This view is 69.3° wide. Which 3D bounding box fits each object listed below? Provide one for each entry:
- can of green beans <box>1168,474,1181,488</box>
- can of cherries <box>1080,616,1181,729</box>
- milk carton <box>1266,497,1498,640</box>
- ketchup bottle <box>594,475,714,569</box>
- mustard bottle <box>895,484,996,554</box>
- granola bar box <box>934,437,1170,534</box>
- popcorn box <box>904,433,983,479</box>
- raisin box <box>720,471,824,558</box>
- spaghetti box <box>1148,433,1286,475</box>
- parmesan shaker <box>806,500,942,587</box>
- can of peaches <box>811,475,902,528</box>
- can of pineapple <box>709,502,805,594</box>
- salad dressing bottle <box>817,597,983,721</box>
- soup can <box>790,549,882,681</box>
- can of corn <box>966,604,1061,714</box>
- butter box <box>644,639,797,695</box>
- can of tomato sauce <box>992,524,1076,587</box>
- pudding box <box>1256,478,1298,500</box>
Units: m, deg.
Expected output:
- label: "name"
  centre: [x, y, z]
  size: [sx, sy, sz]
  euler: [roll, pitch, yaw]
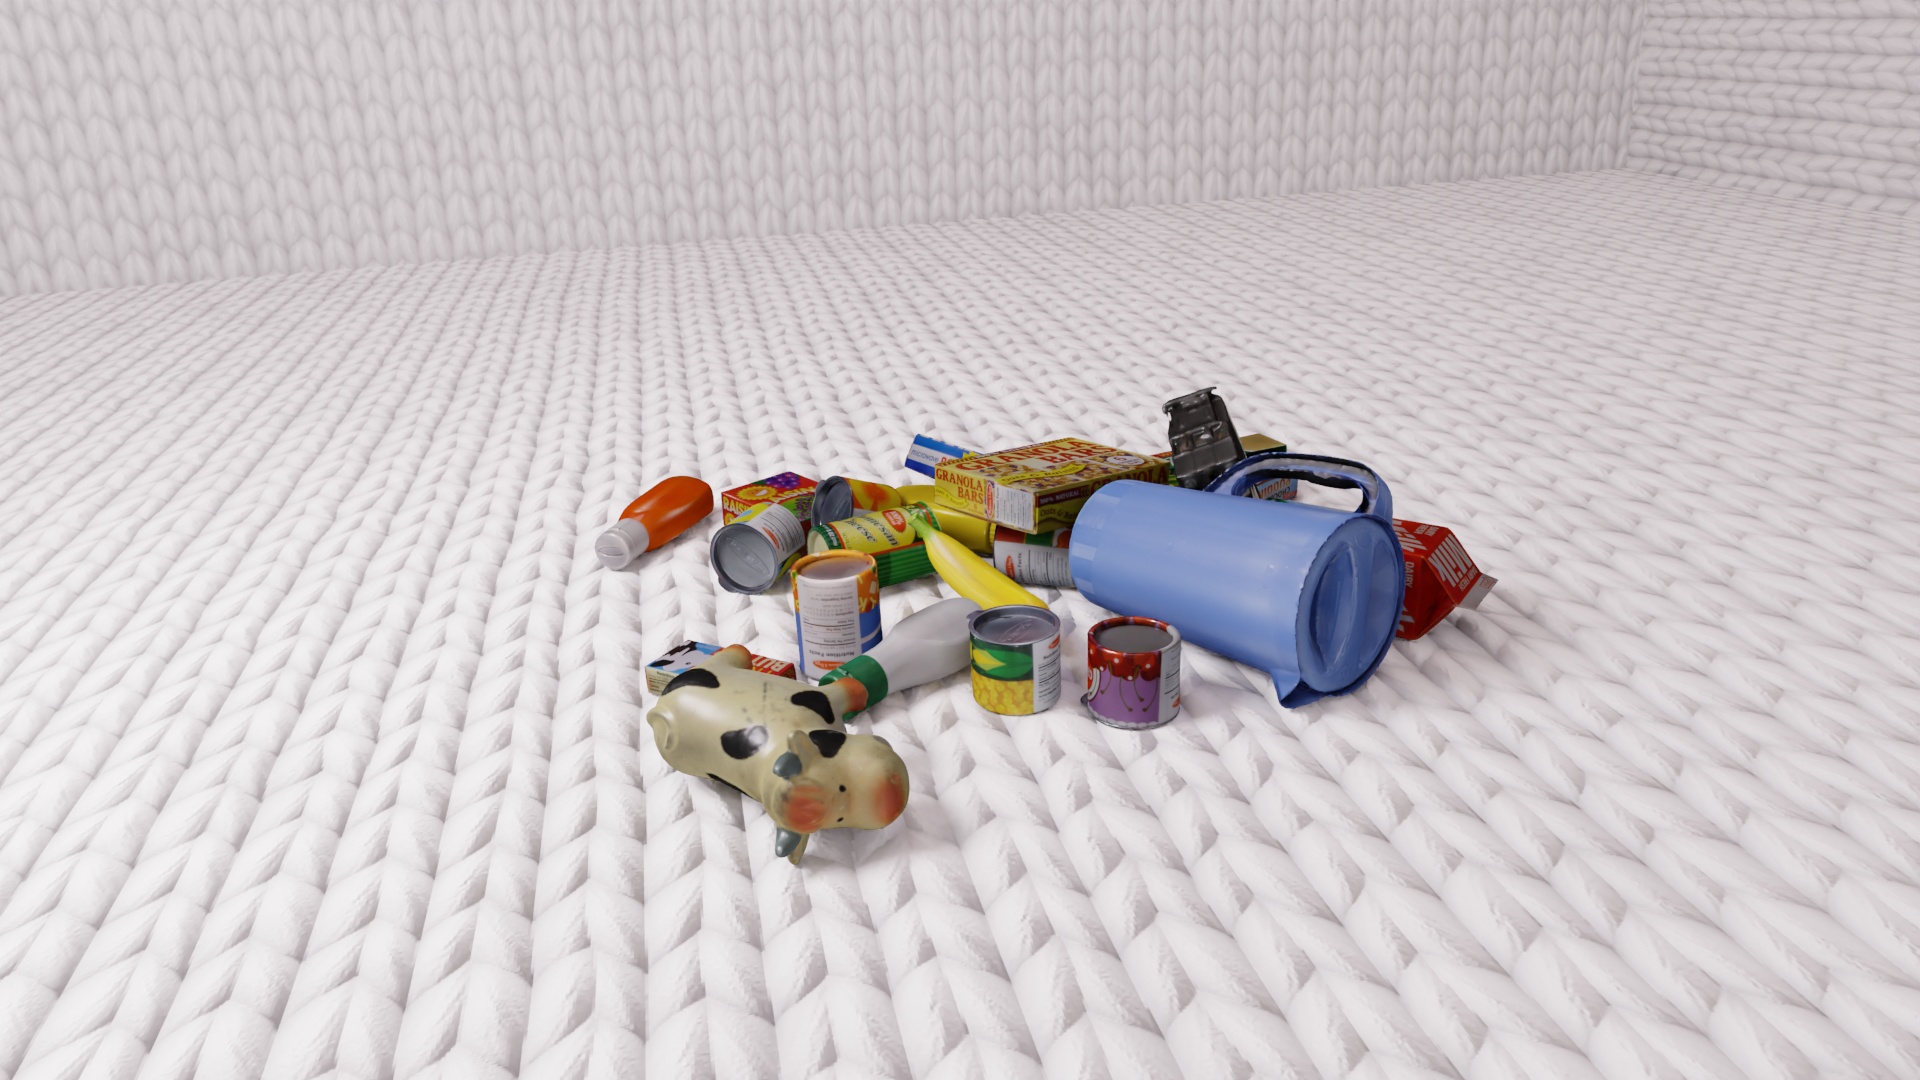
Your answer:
- label: "can of green beans"
  centre: [0.173, -0.028, 1.264]
  size: [0.058, 0.071, 0.071]
  euler: [3, 22, 15]
- label: "can of cherries"
  centre: [0.120, 0.092, 0.981]
  size: [0.071, 0.058, 0.072]
  euler: [-2, 22, 1]
- label: "milk carton"
  centre: [0.322, 0.024, 1.107]
  size: [0.190, 0.073, 0.073]
  euler: [12, 26, 32]
- label: "ketchup bottle"
  centre: [-0.294, -0.018, 1.323]
  size: [0.065, 0.043, 0.149]
  euler: [3, 23, 17]
- label: "mustard bottle"
  centre: [0.005, -0.016, 1.277]
  size: [0.160, 0.048, 0.065]
  euler: [13, 24, 32]
- label: "granola bar box"
  centre: [0.079, -0.049, 1.186]
  size: [0.166, 0.039, 0.124]
  euler: [-14, 22, -40]
- label: "popcorn box"
  centre: [0.017, -0.064, 1.358]
  size: [0.085, 0.038, 0.127]
  euler: [23, -1, -44]
- label: "raisin box"
  centre: [-0.160, -0.026, 1.334]
  size: [0.086, 0.040, 0.123]
  euler: [-22, 30, -38]
- label: "spaghetti box"
  centre: [0.218, -0.070, 1.414]
  size: [0.251, 0.028, 0.050]
  euler: [-12, 23, -23]
- label: "parmesan shaker"
  centre: [-0.072, 0.010, 1.200]
  size: [0.103, 0.071, 0.071]
  euler: [-14, 24, -25]
- label: "can of peaches"
  centre: [-0.094, -0.024, 1.263]
  size: [0.058, 0.071, 0.071]
  euler: [9, 11, -38]
- label: "can of pineapple"
  centre: [-0.179, 0.007, 1.220]
  size: [0.071, 0.070, 0.058]
  euler: [5, 22, 19]
- label: "salad dressing bottle"
  centre: [-0.041, 0.088, 1.032]
  size: [0.064, 0.043, 0.148]
  euler: [19, 31, 39]
- label: "soup can"
  centre: [-0.093, 0.056, 1.063]
  size: [0.071, 0.083, 0.071]
  euler: [-2, 21, 1]
- label: "can of corn"
  centre: [0.038, 0.085, 1.007]
  size: [0.071, 0.058, 0.071]
  euler: [-2, 22, 1]
- label: "butter box"
  centre: [-0.178, 0.103, 1.035]
  size: [0.103, 0.024, 0.053]
  euler: [9, 25, 28]
- label: "can of tomato sauce"
  centre: [0.077, 0.004, 1.193]
  size: [0.083, 0.071, 0.071]
  euler: [5, 23, 18]
- label: "pudding box"
  centre: [0.285, -0.052, 1.359]
  size: [0.084, 0.030, 0.050]
  euler: [-19, 28, -35]
